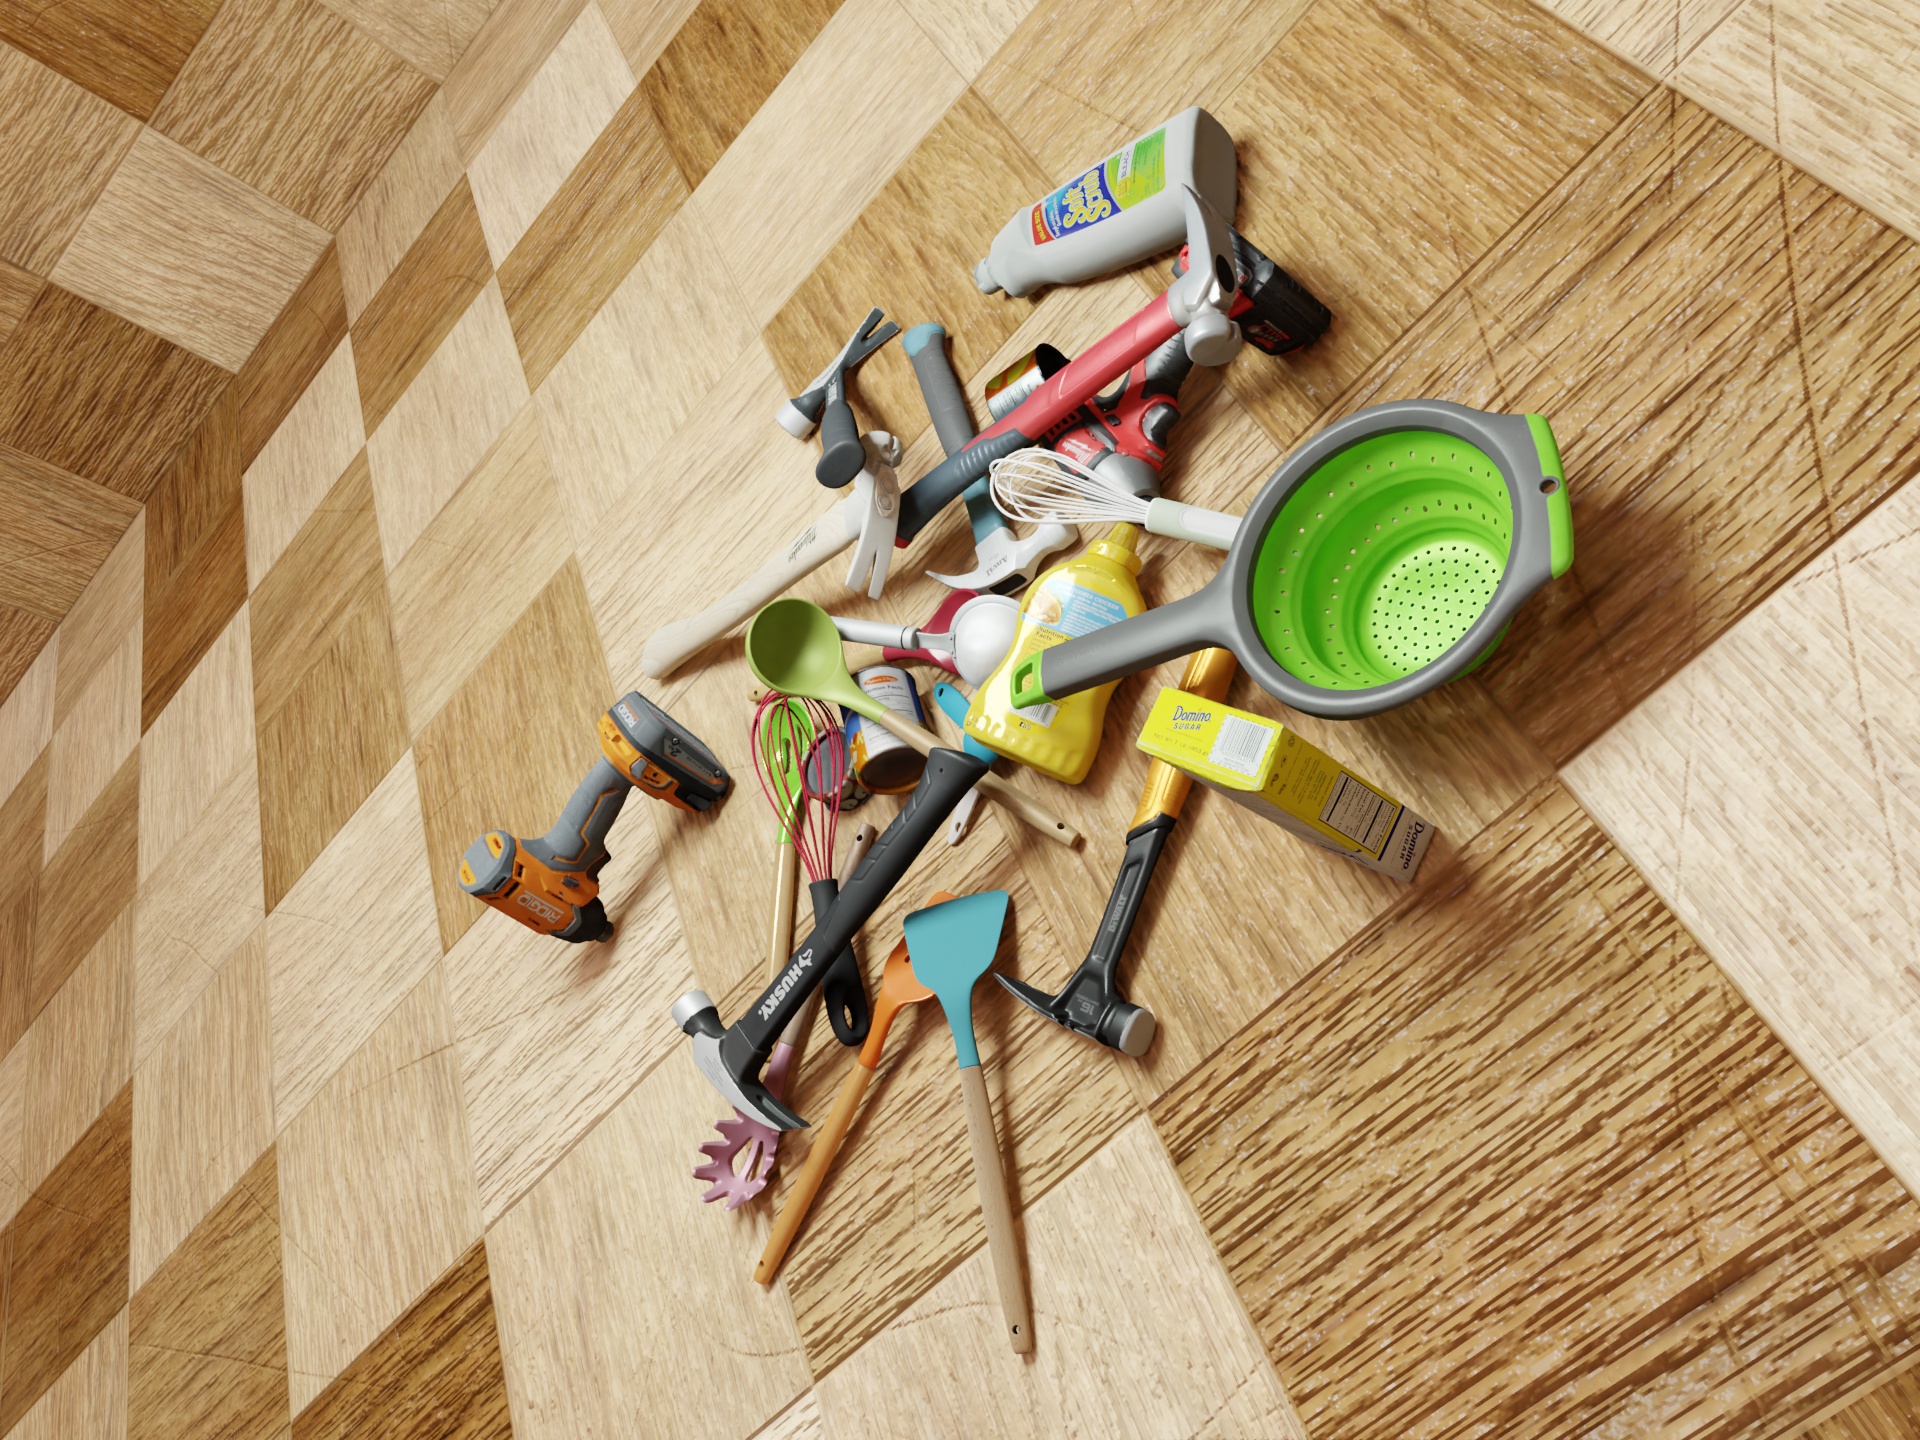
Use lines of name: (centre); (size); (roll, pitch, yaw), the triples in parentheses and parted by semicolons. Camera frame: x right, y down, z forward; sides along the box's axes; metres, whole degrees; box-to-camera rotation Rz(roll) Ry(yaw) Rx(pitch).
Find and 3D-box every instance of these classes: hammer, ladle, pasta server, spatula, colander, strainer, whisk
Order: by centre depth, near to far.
colander: (0.209, -0.063, 1.020); (0.397, 0.094, 0.205); (-19, 58, 36)
hammer: (0.133, 0.051, 1.086); (0.127, 0.034, 0.337); (17, 82, 47)
spatula: (0.016, 0.265, 1.089); (0.082, 0.044, 0.318); (-16, 65, 11)
whisk: (0.130, -0.149, 1.130); (0.246, 0.059, 0.058); (17, 74, 24)
hammer: (-0.086, 0.154, 1.175); (0.146, 0.035, 0.334); (47, 109, 31)
spatula: (-0.073, 0.279, 1.185); (0.081, 0.041, 0.322); (32, 97, 46)
ladle: (-0.039, 0.003, 1.198); (0.320, 0.062, 0.078); (32, 64, 27)
hammer: (0.057, -0.248, 1.219); (0.386, 0.038, 0.143); (-30, 52, 43)
strainer: (-0.032, -0.061, 1.246); (0.258, 0.050, 0.086); (9, 117, 30)
whisk: (-0.111, 0.109, 1.249); (0.073, 0.073, 0.296); (-24, 70, 35)
pasta server: (-0.129, 0.228, 1.254); (0.060, 0.040, 0.316); (16, 79, 22)
ladle: (-0.080, -0.050, 1.355); (0.315, 0.031, 0.069); (-14, 78, 43)
hammer: (0.003, -0.232, 1.362); (0.128, 0.033, 0.331); (-38, 47, 24)
hammer: (-0.102, -0.268, 1.366); (0.149, 0.036, 0.409); (-47, 19, 12)
hammer: (-0.182, -0.108, 1.420); (0.410, 0.038, 0.146); (-27, 49, 48)

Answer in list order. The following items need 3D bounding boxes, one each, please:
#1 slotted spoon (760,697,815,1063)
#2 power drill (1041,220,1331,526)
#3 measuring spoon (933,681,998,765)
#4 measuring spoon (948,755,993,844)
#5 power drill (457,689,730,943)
slotted spoon: (-0.150, 0.130, 1.334); (0.070, 0.031, 0.314); (-19, 60, 38)
power drill: (0.161, -0.250, 1.184); (0.219, 0.078, 0.143); (-50, 42, 19)
measuring spoon: (-0.002, -0.004, 1.243); (0.042, 0.021, 0.129); (-62, 32, 12)
measuring spoon: (0.021, 0.041, 1.221); (0.034, 0.018, 0.124); (35, 103, 59)
power drill: (-0.319, 0.101, 1.439); (0.226, 0.164, 0.084); (-46, 43, 0)
